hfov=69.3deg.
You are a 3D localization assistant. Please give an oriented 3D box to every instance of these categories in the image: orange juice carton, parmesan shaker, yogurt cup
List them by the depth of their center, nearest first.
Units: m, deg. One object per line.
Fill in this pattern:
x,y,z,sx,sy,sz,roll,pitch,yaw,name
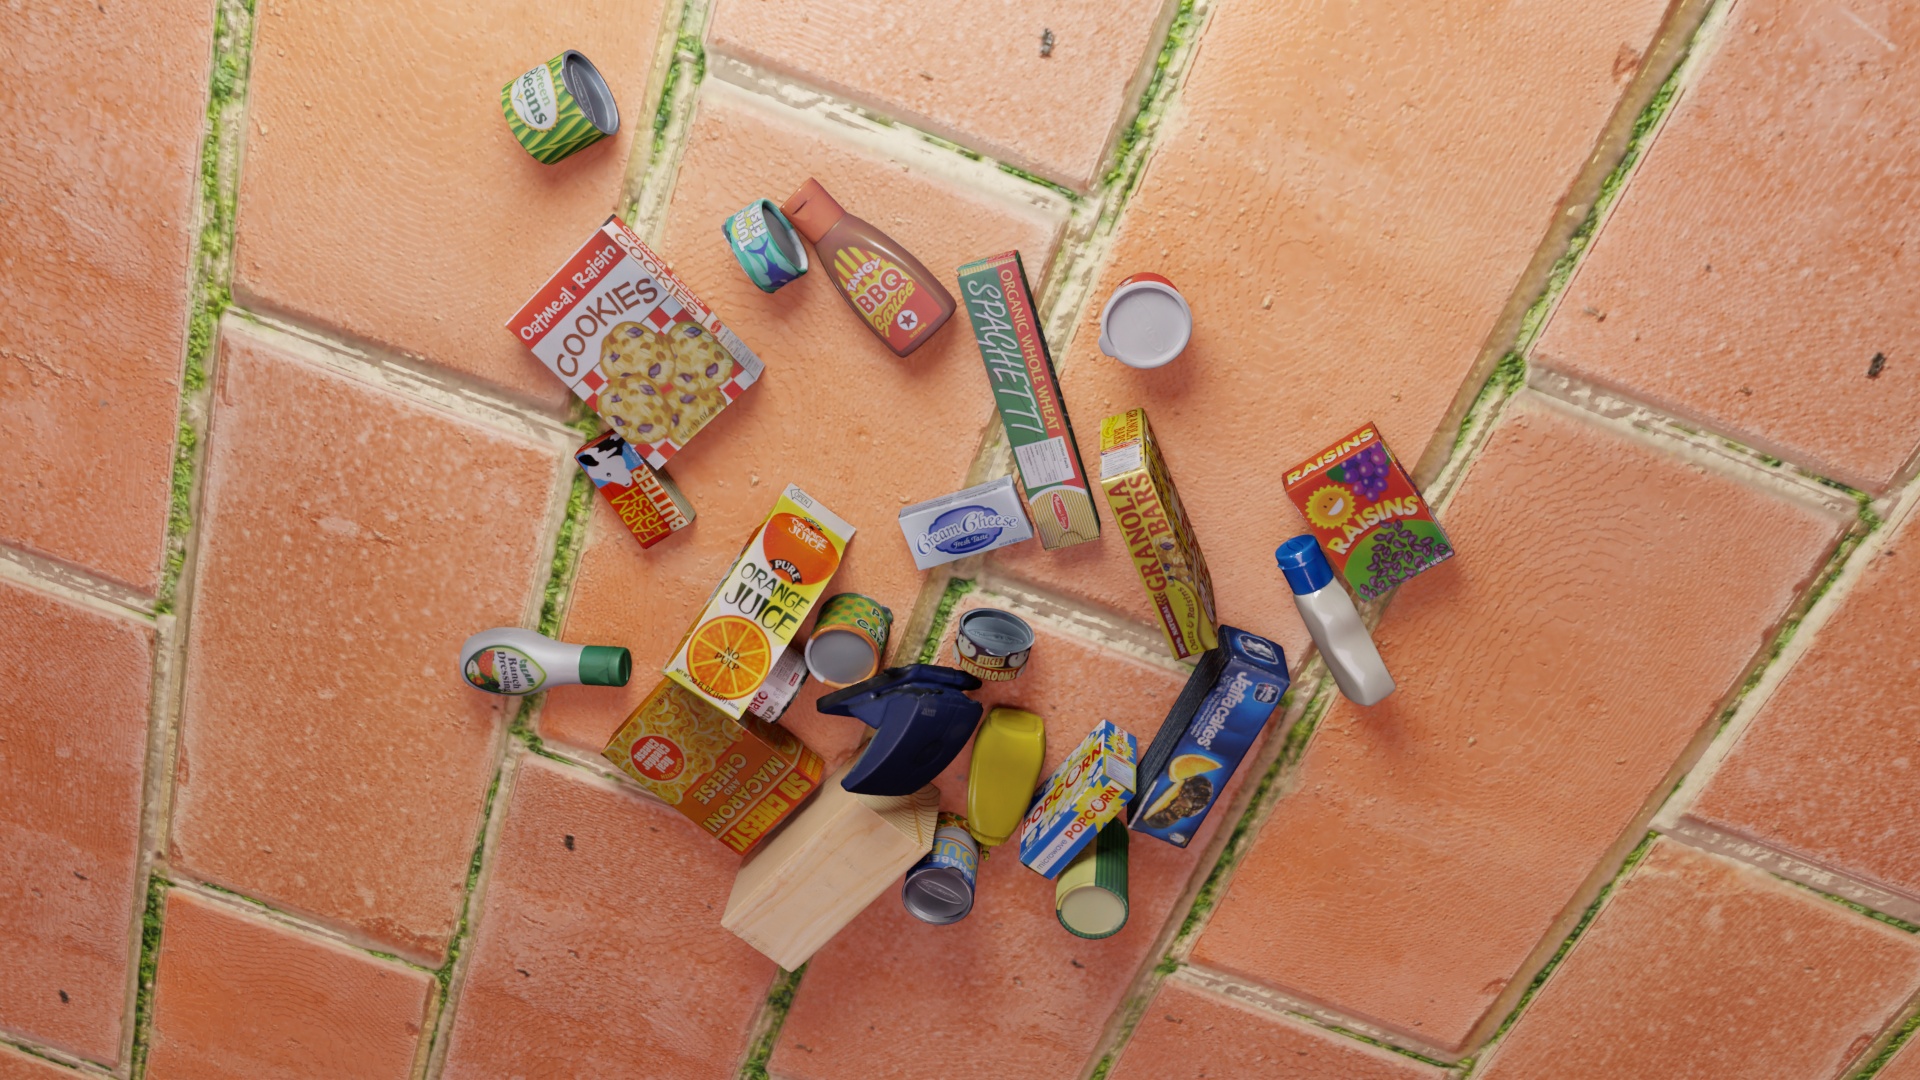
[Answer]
0.141,-0.171,1.056,0.072,0.054,0.072,3,117,5,yogurt cup
-0.166,0.049,1.162,0.072,0.073,0.193,35,76,-11,orange juice carton
0.119,0.306,1.267,0.071,0.103,0.071,3,117,5,parmesan shaker

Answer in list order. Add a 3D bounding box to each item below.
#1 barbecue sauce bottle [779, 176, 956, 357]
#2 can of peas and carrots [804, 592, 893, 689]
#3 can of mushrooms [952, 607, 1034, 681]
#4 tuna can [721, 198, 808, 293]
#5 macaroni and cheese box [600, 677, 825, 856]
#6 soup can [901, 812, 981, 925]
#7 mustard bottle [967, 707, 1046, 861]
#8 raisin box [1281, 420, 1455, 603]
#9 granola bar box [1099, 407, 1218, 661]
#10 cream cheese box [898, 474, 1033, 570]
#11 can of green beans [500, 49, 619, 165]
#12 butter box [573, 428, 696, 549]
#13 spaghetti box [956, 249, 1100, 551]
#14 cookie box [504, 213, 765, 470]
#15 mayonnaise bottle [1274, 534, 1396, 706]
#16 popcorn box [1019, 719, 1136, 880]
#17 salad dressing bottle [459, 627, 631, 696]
-0.074,-0.213,1.067,0.064,0.044,0.148,-39,106,23,barbecue sauce bottle
-0.096,0.087,1.209,0.071,0.059,0.070,3,117,5,can of peas and carrots
0.028,0.090,1.189,0.071,0.071,0.033,14,119,-1,can of mushrooms
-0.148,-0.225,1.054,0.033,0.071,0.071,-27,110,17,tuna can
-0.229,0.201,1.291,0.166,0.040,0.123,40,114,-12,macaroni and cheese box
-0.015,0.302,1.292,0.071,0.084,0.071,2,117,5,soup can
0.035,0.228,1.269,0.065,0.049,0.159,14,118,2,mustard bottle
0.328,-0.022,1.117,0.086,0.040,0.123,-32,110,21,raisin box
0.157,-0.008,1.096,0.039,0.125,0.165,-19,113,15,granola bar box
0.004,-0.015,1.167,0.104,0.024,0.053,-17,112,14,cream cheese box
-0.296,-0.319,1.026,0.058,0.071,0.071,-21,112,16,can of green beans
-0.276,-0.046,1.183,0.053,0.024,0.103,-27,110,17,butter box
0.057,-0.109,1.111,0.050,0.029,0.249,-13,114,13,spaghetti box
-0.261,-0.158,1.118,0.122,0.040,0.167,-38,107,22,cookie box
0.308,0.065,1.151,0.041,0.065,0.147,-31,106,-3,mayonnaise bottle
0.105,0.232,1.242,0.038,0.085,0.126,34,115,-9,popcorn box
-0.376,0.112,1.262,0.148,0.044,0.064,2,115,6,salad dressing bottle
